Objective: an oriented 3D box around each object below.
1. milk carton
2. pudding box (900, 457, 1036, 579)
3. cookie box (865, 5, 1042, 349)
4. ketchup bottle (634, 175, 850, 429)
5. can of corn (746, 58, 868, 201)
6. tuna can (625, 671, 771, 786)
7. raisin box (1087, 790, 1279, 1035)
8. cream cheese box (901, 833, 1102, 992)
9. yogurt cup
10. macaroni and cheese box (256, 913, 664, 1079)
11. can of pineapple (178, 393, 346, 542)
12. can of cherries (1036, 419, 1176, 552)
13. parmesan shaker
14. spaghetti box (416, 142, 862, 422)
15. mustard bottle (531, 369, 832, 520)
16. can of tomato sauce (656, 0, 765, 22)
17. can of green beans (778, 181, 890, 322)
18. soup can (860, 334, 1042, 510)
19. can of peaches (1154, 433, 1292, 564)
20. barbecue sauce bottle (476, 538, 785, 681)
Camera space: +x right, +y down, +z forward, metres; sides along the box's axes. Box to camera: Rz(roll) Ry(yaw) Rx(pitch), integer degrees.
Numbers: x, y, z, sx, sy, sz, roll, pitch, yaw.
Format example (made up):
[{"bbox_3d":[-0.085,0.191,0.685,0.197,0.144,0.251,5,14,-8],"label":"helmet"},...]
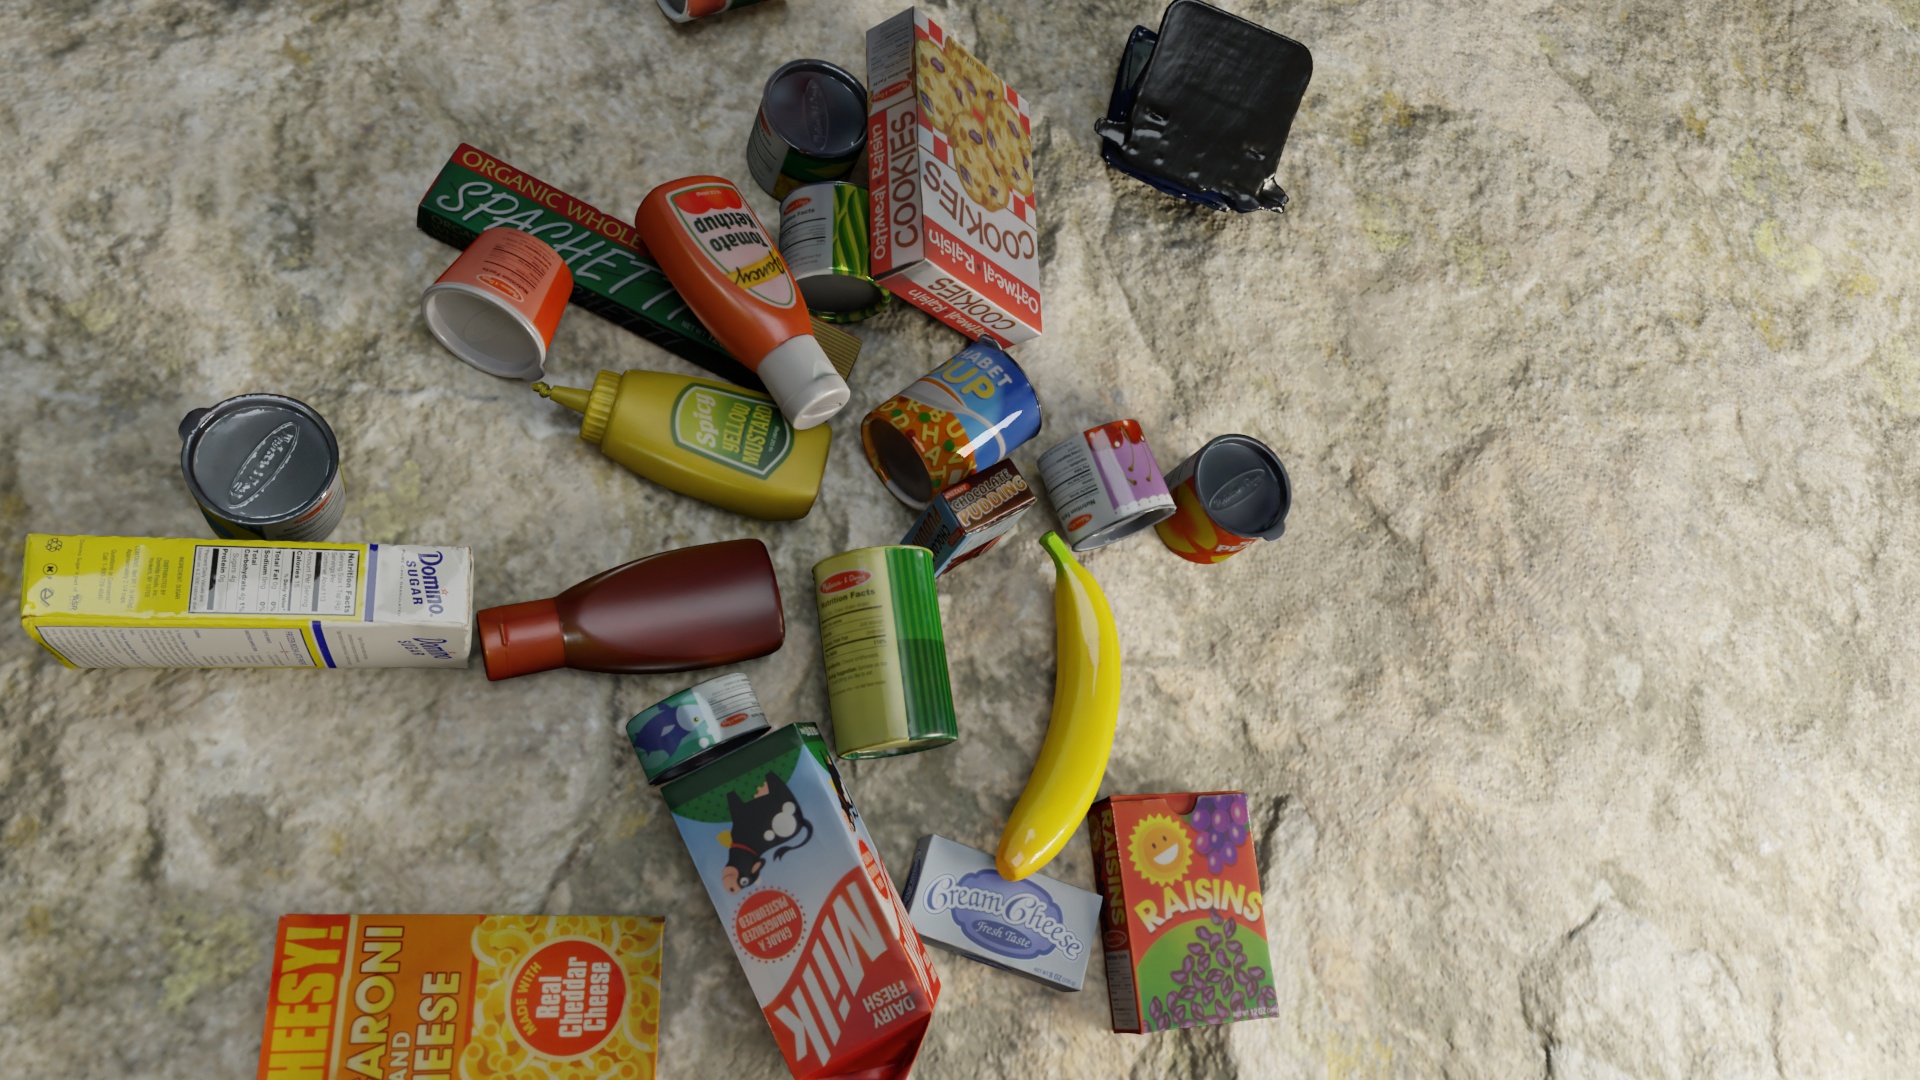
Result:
[{"bbox_3d":[-0.066,0.188,0.672,0.073,0.072,0.190,-27,83,-1],"label":"milk carton"},{"bbox_3d":[0.003,-0.010,0.770,0.050,0.083,0.030,-28,81,-25],"label":"pudding box"},{"bbox_3d":[-0.003,-0.211,0.829,0.123,0.040,0.168,22,60,-51],"label":"cookie box"},{"bbox_3d":[-0.114,-0.128,0.751,0.065,0.043,0.149,-21,72,-46],"label":"ketchup bottle"},{"bbox_3d":[-0.088,-0.242,0.831,0.071,0.058,0.071,6,70,-18],"label":"can of corn"},{"bbox_3d":[-0.133,0.095,0.697,0.071,0.071,0.033,-22,80,-25],"label":"tuna can"},{"bbox_3d":[0.121,0.203,0.764,0.086,0.040,0.123,1,71,-19],"label":"raisin box"},{"bbox_3d":[0.020,0.198,0.738,0.104,0.024,0.053,22,65,-12],"label":"cream cheese box"},{"bbox_3d":[-0.242,-0.128,0.735,0.072,0.072,0.054,26,57,-10],"label":"yogurt cup"},{"bbox_3d":[-0.224,0.233,0.629,0.167,0.040,0.124,6,70,-18],"label":"macaroni and cheese box"},{"bbox_3d":[-0.335,-0.031,0.670,0.071,0.057,0.071,6,70,-18],"label":"can of pineapple"},{"bbox_3d":[0.087,-0.033,0.819,0.072,0.071,0.058,-17,78,-24],"label":"can of cherries"},{"bbox_3d":[-0.042,0.061,0.742,0.071,0.071,0.103,-3,74,-21],"label":"parmesan shaker"},{"bbox_3d":[-0.177,-0.143,0.781,0.250,0.028,0.050,26,65,-10],"label":"spaghetti box"},{"bbox_3d":[-0.152,-0.059,0.750,0.160,0.048,0.065,16,62,-14],"label":"mustard bottle"},{"bbox_3d":[-0.143,-0.359,0.845,0.083,0.071,0.071,-25,82,-25],"label":"can of tomato sauce"},{"bbox_3d":[-0.073,-0.166,0.806,0.071,0.071,0.058,5,71,-18],"label":"can of green beans"},{"bbox_3d":[-0.006,-0.068,0.794,0.084,0.071,0.071,-36,87,-26],"label":"soup can"},{"bbox_3d":[0.159,-0.022,0.845,0.071,0.058,0.071,7,70,-18],"label":"can of peaches"},{"bbox_3d":[-0.169,0.040,0.714,0.149,0.043,0.065,-10,75,-22],"label":"barbecue sauce bottle"}]
